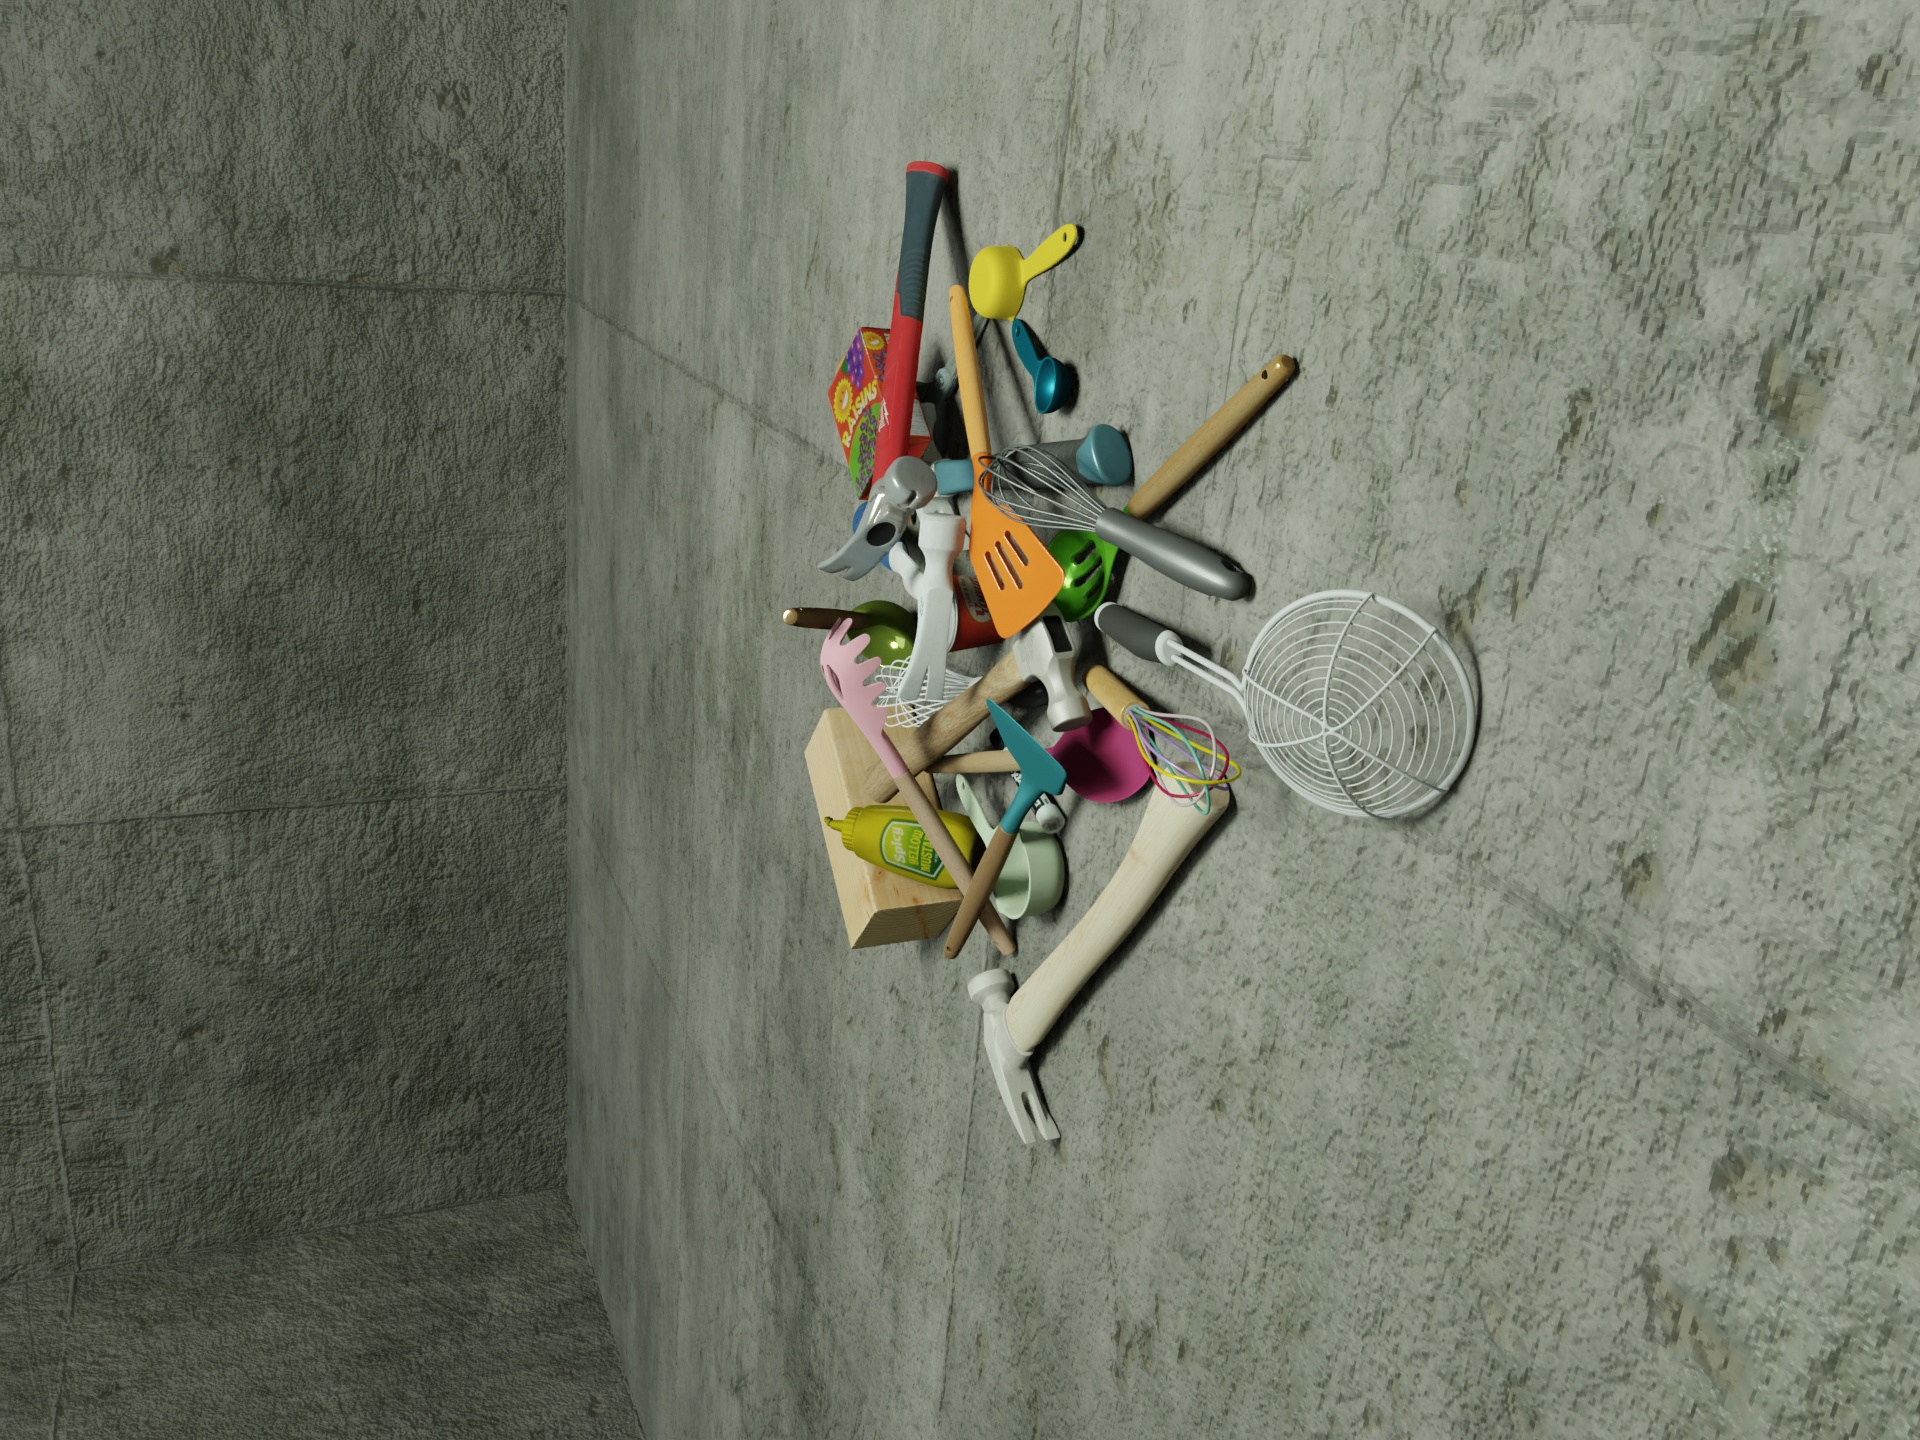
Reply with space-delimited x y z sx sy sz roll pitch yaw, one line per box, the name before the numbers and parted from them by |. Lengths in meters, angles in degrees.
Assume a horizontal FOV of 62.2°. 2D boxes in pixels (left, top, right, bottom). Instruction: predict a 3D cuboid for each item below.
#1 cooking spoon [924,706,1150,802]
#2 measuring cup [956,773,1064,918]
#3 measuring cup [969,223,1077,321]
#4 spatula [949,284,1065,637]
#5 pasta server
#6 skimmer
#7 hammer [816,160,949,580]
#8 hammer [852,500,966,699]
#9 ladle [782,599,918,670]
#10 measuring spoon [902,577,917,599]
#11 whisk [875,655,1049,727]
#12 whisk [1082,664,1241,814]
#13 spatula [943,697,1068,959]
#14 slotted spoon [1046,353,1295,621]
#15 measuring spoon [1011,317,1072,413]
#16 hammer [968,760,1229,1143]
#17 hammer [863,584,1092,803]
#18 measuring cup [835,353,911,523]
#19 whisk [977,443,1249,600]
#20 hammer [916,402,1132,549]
cooking spoon | 0.052 0.030 1.237 0.319 0.017 0.069 -6 84 59
measuring cup | 0.039 0.093 1.292 0.168 0.038 0.083 -122 36 -50
measuring cup | 0.045 -0.349 1.214 0.156 0.029 0.062 173 92 -69
spatula | 0.021 -0.212 1.202 0.081 0.041 0.323 -44 42 42
pasta server | -0.029 0.060 1.285 0.316 0.040 0.060 60 160 -18
skimmer | 0.176 -0.037 0.964 0.363 0.090 0.127 -135 34 -71
hammer | -0.052 -0.296 1.279 0.143 0.038 0.387 -41 37 51
hammer | -0.053 -0.131 1.351 0.406 0.035 0.144 -123 39 -71
ladle | -0.098 -0.074 1.354 0.062 0.078 0.320 -64 -10 8
measuring spoon | -0.031 -0.119 1.453 0.124 0.018 0.034 -135 45 -66
whisk | 0.004 -0.026 1.337 0.285 0.070 0.070 0 93 61
whisk | 0.125 0.004 1.044 0.051 0.047 0.245 63 177 -20
spatula | 0.022 0.100 1.225 0.082 0.044 0.317 44 141 20
slotted spoon | 0.131 -0.150 1.056 0.313 0.031 0.070 -44 57 58
measuring spoon | 0.063 -0.275 1.213 0.129 0.021 0.042 -108 28 -49
hammer | 0.100 0.169 1.163 0.410 0.038 0.146 117 140 -50
hammer | -0.002 -0.004 1.269 0.331 0.031 0.130 -39 62 56
measuring cup | -0.080 -0.266 1.486 0.095 0.052 0.174 144 121 -63
whisk | 0.096 -0.131 1.050 0.239 0.055 0.055 33 126 39
hammer | 0.036 -0.197 1.245 0.331 0.033 0.128 11 111 64
